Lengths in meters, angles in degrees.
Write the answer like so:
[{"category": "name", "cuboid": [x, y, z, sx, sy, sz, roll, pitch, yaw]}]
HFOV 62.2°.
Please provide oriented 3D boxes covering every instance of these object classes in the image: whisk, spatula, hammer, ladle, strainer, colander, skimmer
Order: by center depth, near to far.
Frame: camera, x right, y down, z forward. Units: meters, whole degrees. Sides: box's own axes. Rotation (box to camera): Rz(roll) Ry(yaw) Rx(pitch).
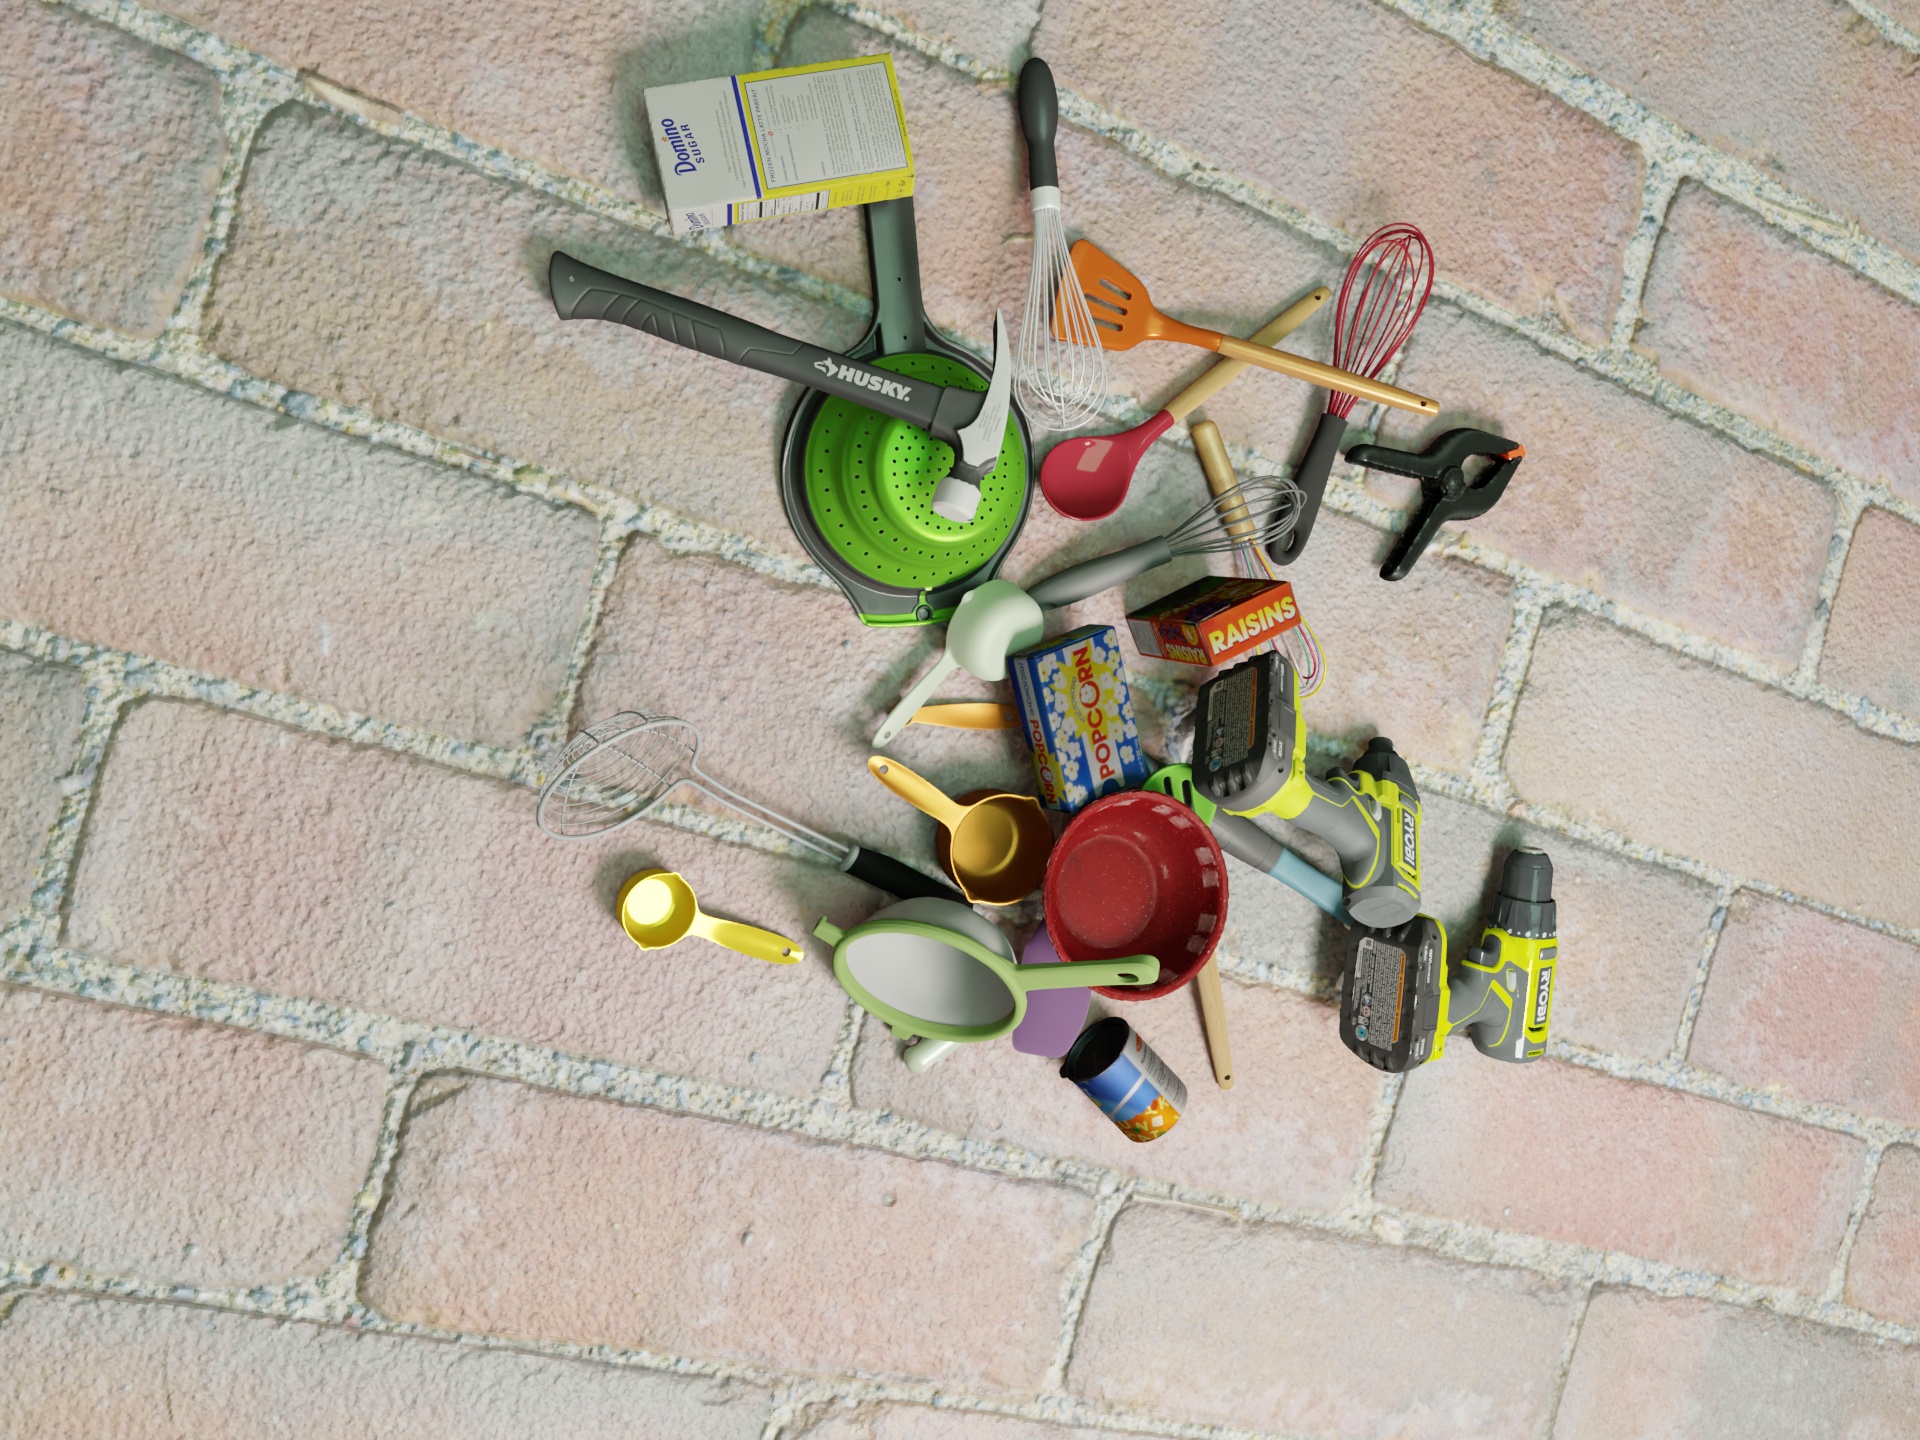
[{"category": "hammer", "cuboid": [-0.125, -0.258, 1.098, 0.335, 0.035, 0.146, 19, 81, 0]}, {"category": "colander", "cuboid": [-0.031, -0.264, 1.159, 0.204, 0.094, 0.397, -8, 99, -19]}, {"category": "skimmer", "cuboid": [-0.133, 0.096, 1.168, 0.363, 0.090, 0.127, 28, 119, -24]}, {"category": "strainer", "cuboid": [0.030, 0.169, 1.176, 0.151, 0.256, 0.069, 59, 36, -37]}, {"category": "whisk", "cuboid": [0.065, -0.359, 1.198, 0.070, 0.070, 0.284, -4, 87, -20]}, {"category": "whisk", "cuboid": [0.161, -0.136, 1.254, 0.239, 0.055, 0.055, -22, 104, -2]}, {"category": "spatula", "cuboid": [0.230, -0.293, 1.259, 0.322, 0.041, 0.081, 16, 91, -4]}, {"category": "spatula", "cuboid": [0.088, 0.107, 1.261, 0.059, 0.018, 0.316, 9, 82, -6]}, {"category": "ladle", "cuboid": [0.185, -0.260, 1.277, 0.315, 0.031, 0.069, -39, 90, -15]}, {"category": "whisk", "cuboid": [0.056, 0.203, 1.279, 0.246, 0.057, 0.059, -35, 73, -10]}, {"category": "whisk", "cuboid": [0.245, -0.131, 1.307, 0.051, 0.047, 0.245, -30, 102, -33]}, {"category": "whisk", "cuboid": [0.317, -0.267, 1.311, 0.073, 0.073, 0.296, 19, 96, -21]}, {"category": "hammer", "cuboid": [0.253, 0.112, 1.343, 0.330, 0.033, 0.128, 32, 86, -21]}]

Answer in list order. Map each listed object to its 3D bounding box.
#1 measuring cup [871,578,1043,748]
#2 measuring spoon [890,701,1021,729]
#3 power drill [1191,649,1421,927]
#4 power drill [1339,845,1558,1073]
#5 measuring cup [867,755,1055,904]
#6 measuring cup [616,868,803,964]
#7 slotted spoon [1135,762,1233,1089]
[{"category": "measuring cup", "cuboid": [-0.001, -0.033, 1.209, 0.167, 0.038, 0.083, -47, 143, -9]}, {"category": "measuring spoon", "cuboid": [-0.002, -0.004, 1.249, 0.117, 0.011, 0.021, 1, 93, -24]}, {"category": "power drill", "cuboid": [0.291, 0.046, 1.289, 0.223, 0.080, 0.171, 34, 48, -29]}, {"category": "power drill", "cuboid": [0.438, 0.209, 1.382, 0.228, 0.080, 0.190, -1, 98, -37]}, {"category": "measuring cup", "cuboid": [-0.008, 0.074, 1.233, 0.173, 0.052, 0.095, 35, 84, -19]}, {"category": "measuring cup", "cuboid": [-0.187, 0.154, 1.194, 0.156, 0.029, 0.062, 25, 87, -33]}, {"category": "slotted spoon", "cuboid": [0.196, 0.173, 1.313, 0.070, 0.031, 0.313, -16, 111, -7]}]
